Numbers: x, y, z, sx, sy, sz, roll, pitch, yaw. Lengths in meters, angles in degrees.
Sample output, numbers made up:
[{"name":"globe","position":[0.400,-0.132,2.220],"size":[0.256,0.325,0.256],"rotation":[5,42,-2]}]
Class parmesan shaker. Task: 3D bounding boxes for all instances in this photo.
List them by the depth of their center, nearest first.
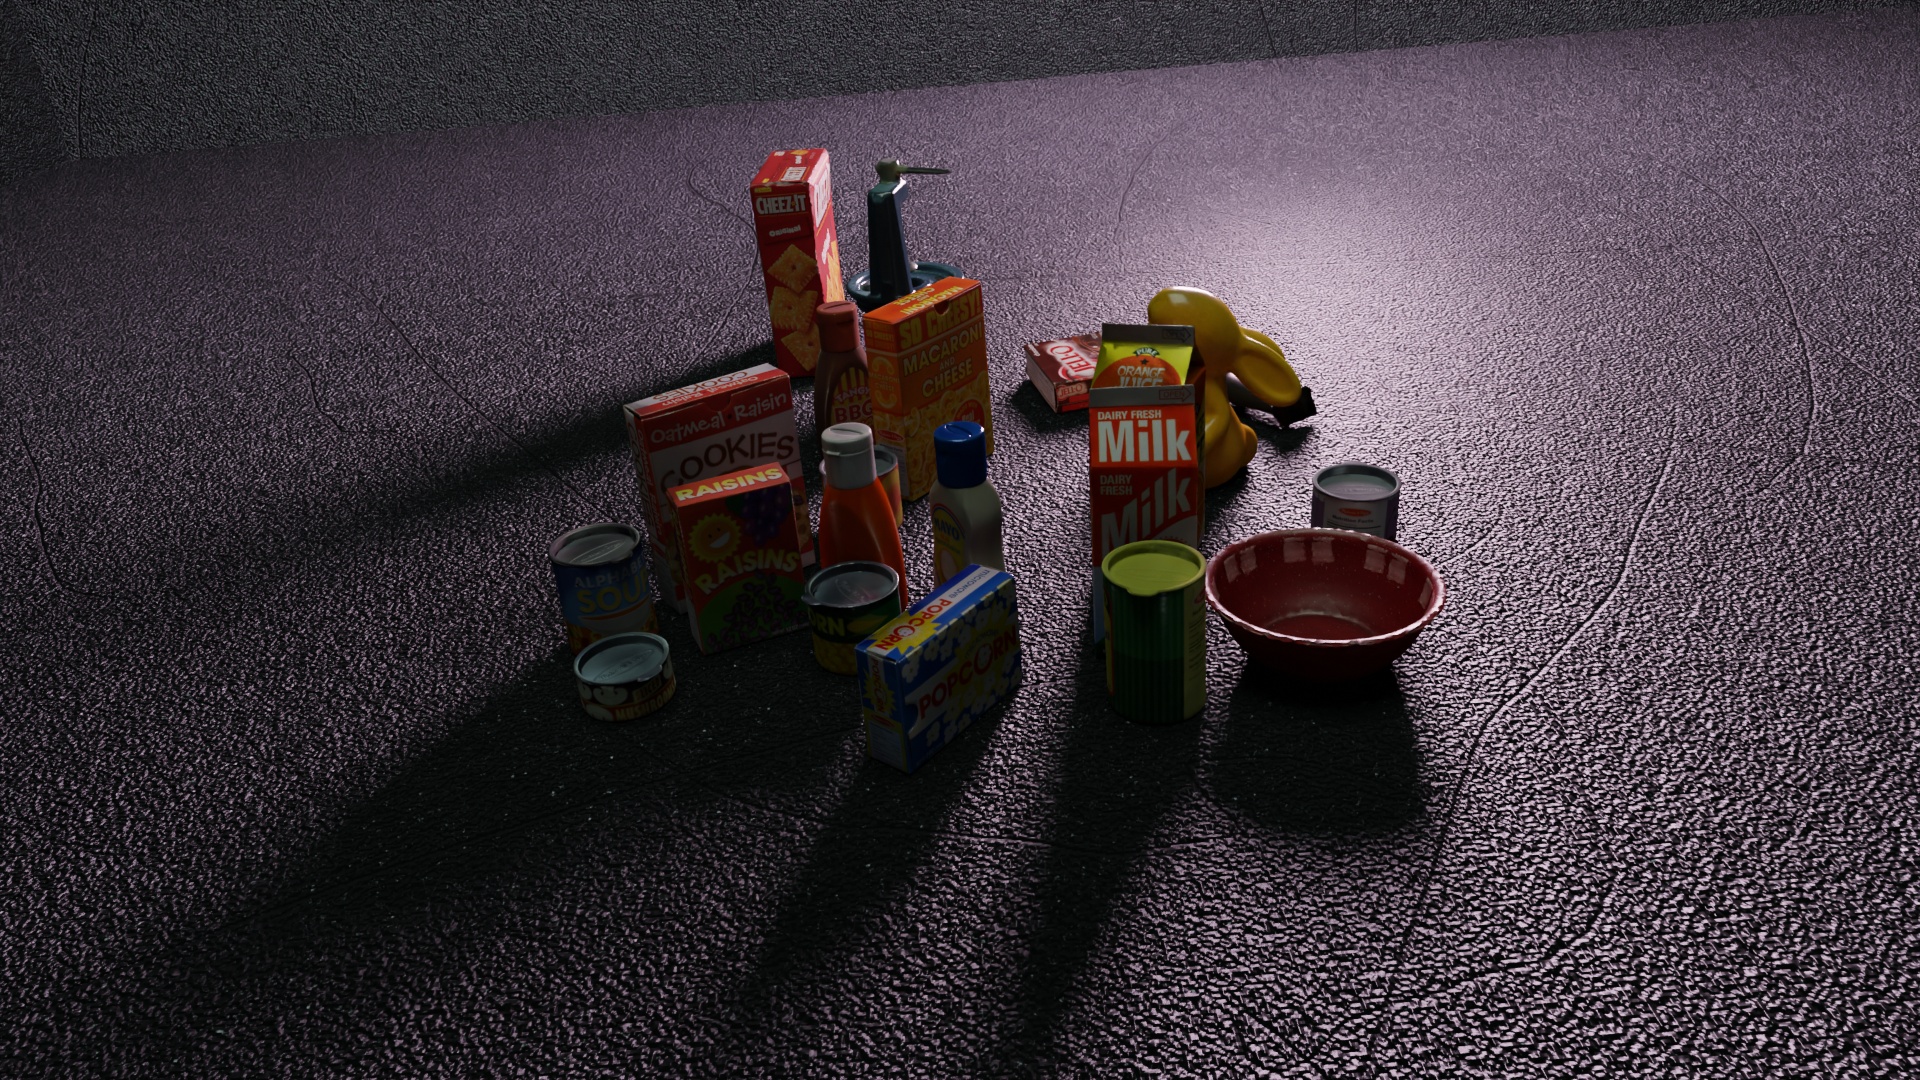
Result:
[{"name":"parmesan shaker","position":[0.125,0.061,0.901],"size":[0.071,0.102,0.071],"rotation":[-4,27,2]}]

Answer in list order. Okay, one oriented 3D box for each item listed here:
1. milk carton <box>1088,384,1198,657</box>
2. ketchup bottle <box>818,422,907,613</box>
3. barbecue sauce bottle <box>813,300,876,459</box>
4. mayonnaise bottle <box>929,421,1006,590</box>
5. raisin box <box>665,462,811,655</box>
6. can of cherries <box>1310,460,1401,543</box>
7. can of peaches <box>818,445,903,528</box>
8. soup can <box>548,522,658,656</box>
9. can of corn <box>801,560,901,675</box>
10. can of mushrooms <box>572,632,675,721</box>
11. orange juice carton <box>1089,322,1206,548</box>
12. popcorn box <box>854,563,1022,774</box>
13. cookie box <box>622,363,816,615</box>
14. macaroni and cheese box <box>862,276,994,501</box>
[{"name":"milk carton","position":[0.126,-0.018,0.958],"size":[0.072,0.189,0.074],"rotation":[-2,28,6]},{"name":"ketchup bottle","position":[-0.076,-0.012,1.023],"size":[0.065,0.148,0.044],"rotation":[11,31,28]},{"name":"barbecue sauce bottle","position":[-0.106,-0.145,1.281],"size":[0.065,0.147,0.044],"rotation":[-18,30,-23]},{"name":"mayonnaise bottle","position":[0.004,-0.013,1.013],"size":[0.041,0.147,0.065],"rotation":[-23,32,-31]},{"name":"raisin box","position":[-0.161,0.013,1.016],"size":[0.086,0.122,0.040],"rotation":[-14,29,-18]},{"name":"can of cherries","position":[0.306,-0.022,1.077],"size":[0.071,0.058,0.072],"rotation":[-4,28,2]},{"name":"can of peaches","position":[-0.082,-0.041,1.175],"size":[0.071,0.057,0.071],"rotation":[-4,28,2]},{"name":"soup can","position":[-0.261,0.039,1.025],"size":[0.071,0.083,0.072],"rotation":[-4,28,2]},{"name":"can of corn","position":[-0.077,0.056,0.991],"size":[0.071,0.058,0.071],"rotation":[-4,28,2]},{"name":"can of mushrooms","position":[-0.232,0.095,0.967],"size":[0.071,0.033,0.071],"rotation":[-4,28,2]},{"name":"orange juice carton","position":[0.144,-0.074,1.059],"size":[0.072,0.191,0.073],"rotation":[7,30,21]},{"name":"popcorn box","position":[-0.011,0.081,0.905],"size":[0.038,0.084,0.127],"rotation":[16,34,34]},{"name":"cookie box","position":[-0.182,-0.041,1.074],"size":[0.123,0.166,0.040],"rotation":[-22,32,-29]},{"name":"macaroni and cheese box","position":[-0.025,-0.135,1.230],"size":[0.040,0.165,0.124],"rotation":[16,34,35]}]
